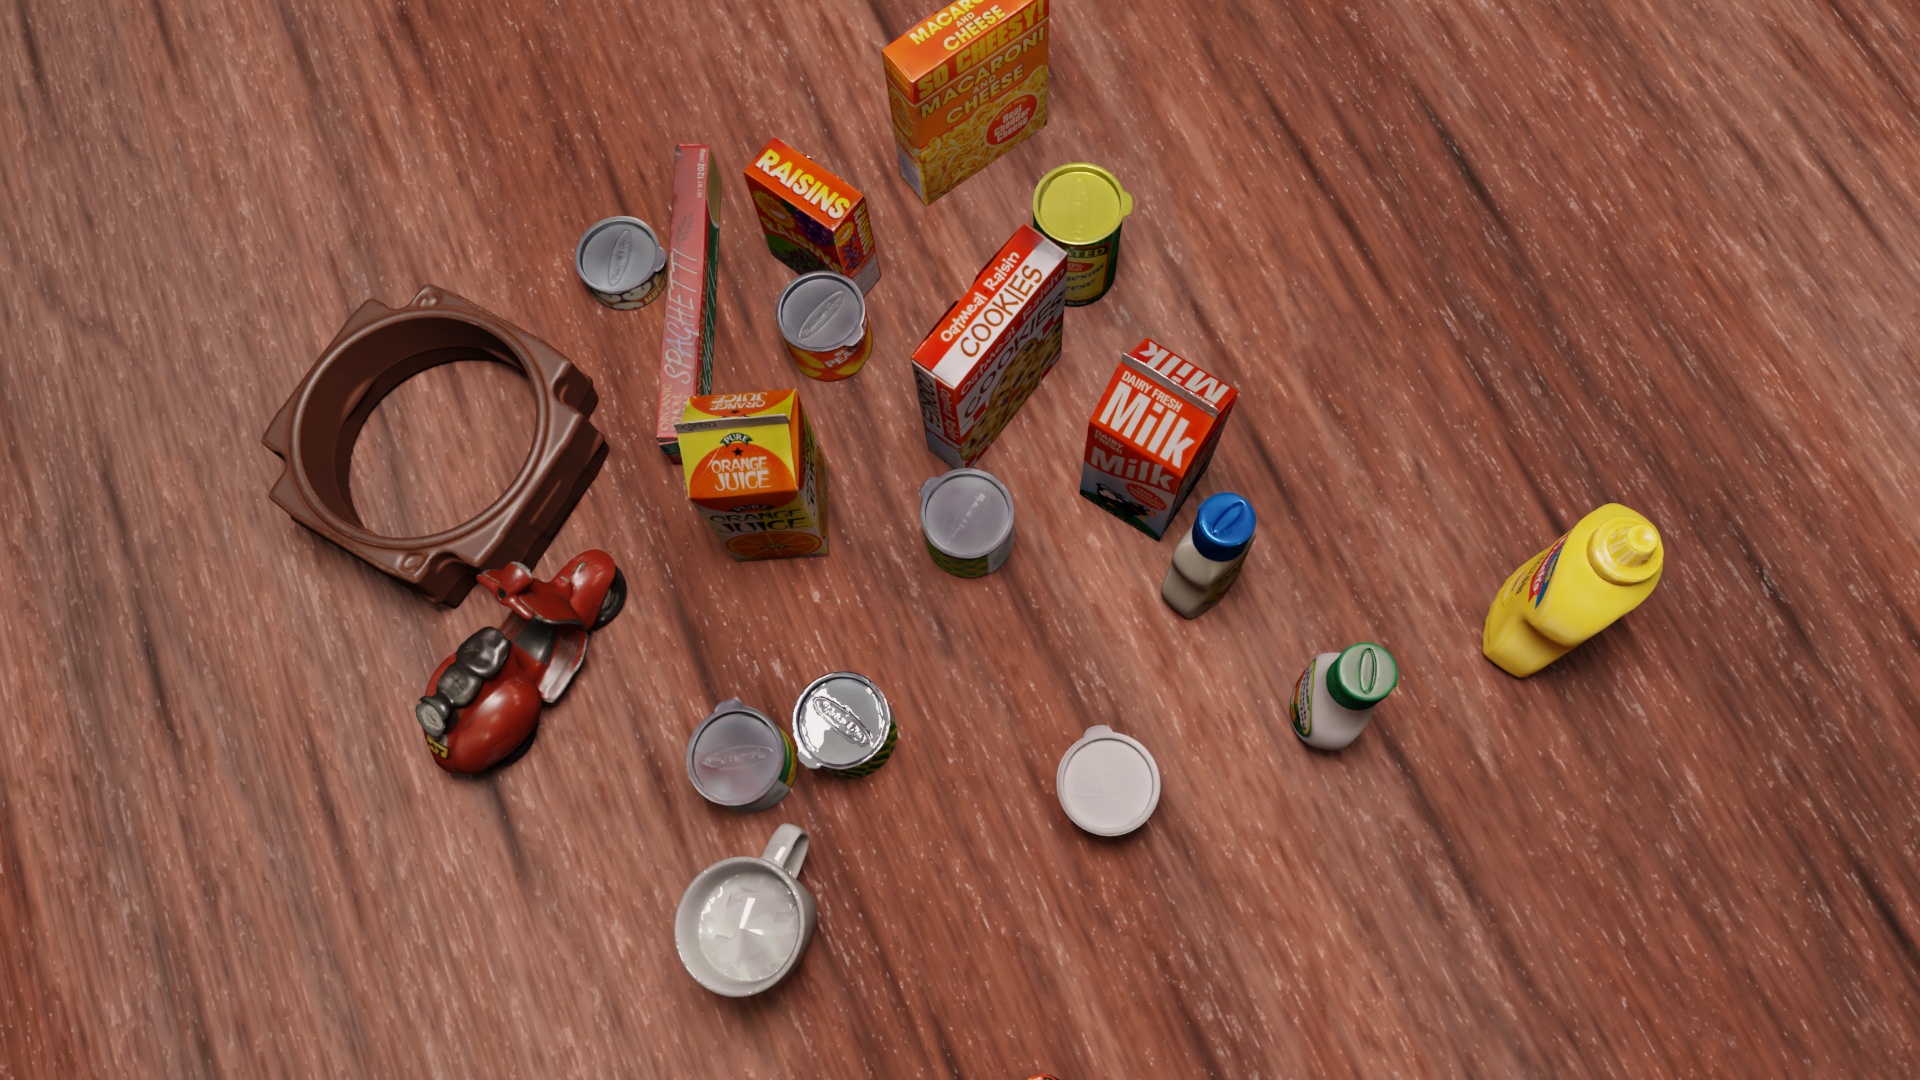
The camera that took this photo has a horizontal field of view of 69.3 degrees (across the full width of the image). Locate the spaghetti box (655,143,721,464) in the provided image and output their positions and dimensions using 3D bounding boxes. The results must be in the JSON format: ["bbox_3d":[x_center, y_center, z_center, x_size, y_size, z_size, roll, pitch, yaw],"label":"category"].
[{"bbox_3d":[-0.206,-0.182,1.060,0.029,0.050,0.250,-1,73,2],"label":"spaghetti box"}]

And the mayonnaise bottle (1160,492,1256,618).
[{"bbox_3d":[0.169,0.008,0.933,0.065,0.147,0.041,-44,76,-10],"label":"mayonnaise bottle"}]

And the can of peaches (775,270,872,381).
[{"bbox_3d":[-0.100,-0.159,1.044,0.071,0.058,0.071,-1,73,2],"label":"can of peaches"}]

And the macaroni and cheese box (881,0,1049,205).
[{"bbox_3d":[0.006,-0.338,1.039,0.124,0.166,0.040,-37,75,-8],"label":"macaroni and cheese box"}]

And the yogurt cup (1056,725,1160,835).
[{"bbox_3d":[0.098,0.166,0.936,0.072,0.053,0.072,-1,73,2],"label":"yogurt cup"}]

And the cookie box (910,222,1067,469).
[{"bbox_3d":[0.022,-0.129,0.973,0.040,0.167,0.123,36,78,12],"label":"cookie box"}]

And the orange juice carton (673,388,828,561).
[{"bbox_3d":[-0.137,-0.047,0.941,0.072,0.192,0.073,-4,73,2],"label":"orange juice carton"}]

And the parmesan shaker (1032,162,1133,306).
[{"bbox_3d":[0.089,-0.225,1.033,0.071,0.103,0.071,-1,73,3],"label":"parmesan shaker"}]

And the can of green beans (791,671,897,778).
[{"bbox_3d":[-0.079,0.128,0.954,0.071,0.057,0.071,-1,73,2],"label":"can of green beans"}]

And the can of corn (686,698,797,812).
[{"bbox_3d":[-0.149,0.148,0.951,0.071,0.058,0.071,-1,73,2],"label":"can of corn"}]

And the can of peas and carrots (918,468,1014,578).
[{"bbox_3d":[0.004,-0.012,0.994,0.071,0.058,0.071,-1,73,2],"label":"can of peas and carrots"}]

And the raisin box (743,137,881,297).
[{"bbox_3d":[-0.107,-0.234,1.034,0.086,0.123,0.040,36,78,12],"label":"raisin box"}]

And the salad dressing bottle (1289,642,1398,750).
[{"bbox_3d":[0.248,0.098,0.902,0.044,0.147,0.064,8,74,5],"label":"salad dressing bottle"}]

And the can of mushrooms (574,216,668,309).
[{"bbox_3d":[-0.261,-0.215,1.082,0.071,0.033,0.071,-1,73,2],"label":"can of mushrooms"}]

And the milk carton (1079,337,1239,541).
[{"bbox_3d":[0.132,-0.071,0.937,0.072,0.190,0.073,32,77,11],"label":"milk carton"}]
